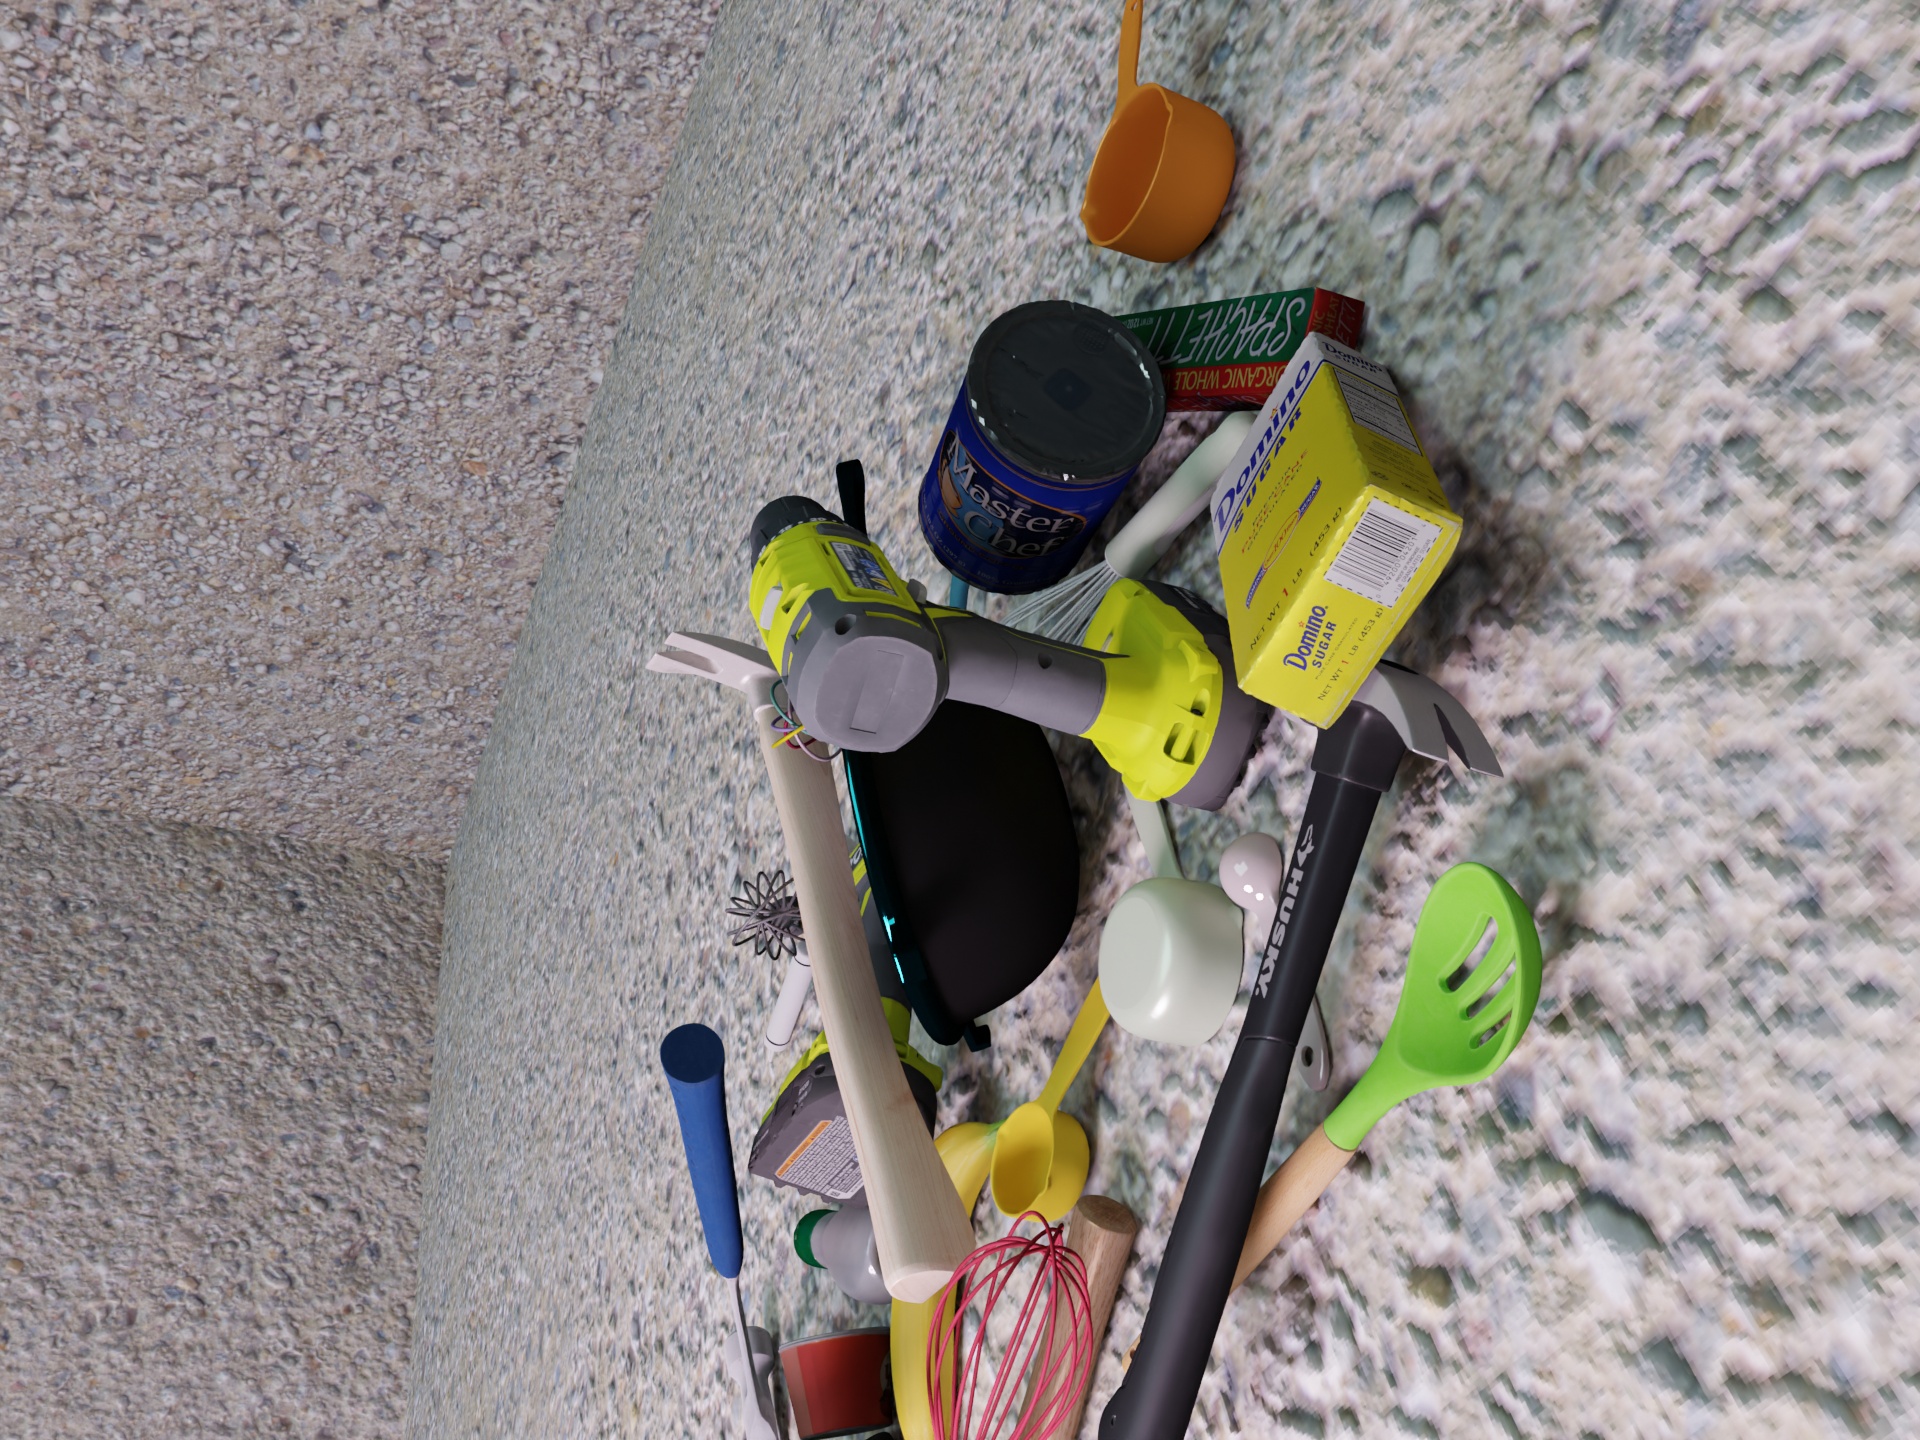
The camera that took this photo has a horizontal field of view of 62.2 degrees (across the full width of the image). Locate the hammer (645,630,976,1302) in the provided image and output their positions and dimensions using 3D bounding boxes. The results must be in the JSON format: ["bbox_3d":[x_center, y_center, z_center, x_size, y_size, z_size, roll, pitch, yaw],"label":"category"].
[{"bbox_3d":[-0.075,0.109,0.847,0.038,0.146,0.411,-49,40,28],"label":"hammer"}]

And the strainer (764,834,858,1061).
[{"bbox_3d":[-0.108,0.163,1.161,0.087,0.050,0.258,-92,19,-53],"label":"strainer"}]

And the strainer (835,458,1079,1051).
[{"bbox_3d":[-0.001,-0.003,0.851,0.210,0.095,0.341,63,-165,-66],"label":"strainer"}]

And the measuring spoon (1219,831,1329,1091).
[{"bbox_3d":[0.130,0.099,0.670,0.034,0.018,0.124,-56,32,41],"label":"measuring spoon"}]

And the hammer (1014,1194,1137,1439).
[{"bbox_3d":[0.027,0.386,0.752,0.130,0.031,0.331,-150,74,-66],"label":"hammer"}]

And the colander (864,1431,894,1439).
[{"bbox_3d":[-0.080,0.448,0.803,0.095,0.204,0.397,56,148,18],"label":"colander"}]

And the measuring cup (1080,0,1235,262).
[{"bbox_3d":[0.113,-0.333,0.880,0.095,0.052,0.174,-36,45,58],"label":"measuring cup"}]

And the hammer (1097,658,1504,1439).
[{"bbox_3d":[0.116,0.136,0.606,0.146,0.035,0.335,-152,79,-79],"label":"hammer"}]

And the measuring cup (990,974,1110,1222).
[{"bbox_3d":[0.063,0.178,0.793,0.156,0.029,0.062,-64,24,3],"label":"measuring cup"}]

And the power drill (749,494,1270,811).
[{"bbox_3d":[0.012,-0.039,0.739,0.191,0.228,0.080,-121,48,-58],"label":"power drill"}]

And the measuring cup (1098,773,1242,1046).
[{"bbox_3d":[0.085,0.075,0.758,0.083,0.038,0.168,-57,33,40],"label":"measuring cup"}]

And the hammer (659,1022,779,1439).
[{"bbox_3d":[-0.137,0.337,0.961,0.144,0.035,0.405,-113,17,-49],"label":"hammer"}]

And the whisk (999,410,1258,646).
[{"bbox_3d":[0.083,-0.079,0.843,0.059,0.058,0.246,56,137,12],"label":"whisk"}]

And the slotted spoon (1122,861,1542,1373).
[{"bbox_3d":[0.134,0.173,0.617,0.070,0.031,0.313,-102,31,-48],"label":"slotted spoon"}]

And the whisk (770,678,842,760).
[{"bbox_3d":[-0.058,-0.026,0.980,0.047,0.051,0.245,-63,-9,23],"label":"whisk"}]

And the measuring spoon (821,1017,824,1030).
[{"bbox_3d":[-0.079,0.220,1.105,0.129,0.021,0.042,-133,57,-73],"label":"measuring spoon"}]

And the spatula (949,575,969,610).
[{"bbox_3d":[-0.001,-0.022,1.029,0.082,0.044,0.317,-125,46,-59],"label":"spatula"}]

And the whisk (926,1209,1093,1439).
[{"bbox_3d":[0.002,0.349,0.723,0.073,0.073,0.295,-127,47,-60],"label":"whisk"}]

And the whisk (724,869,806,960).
[{"bbox_3d":[-0.111,0.121,0.993,0.239,0.055,0.055,106,173,-83],"label":"whisk"}]

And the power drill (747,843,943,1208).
[{"bbox_3d":[-0.060,0.170,0.971,0.171,0.080,0.223,-53,20,43],"label":"power drill"}]
